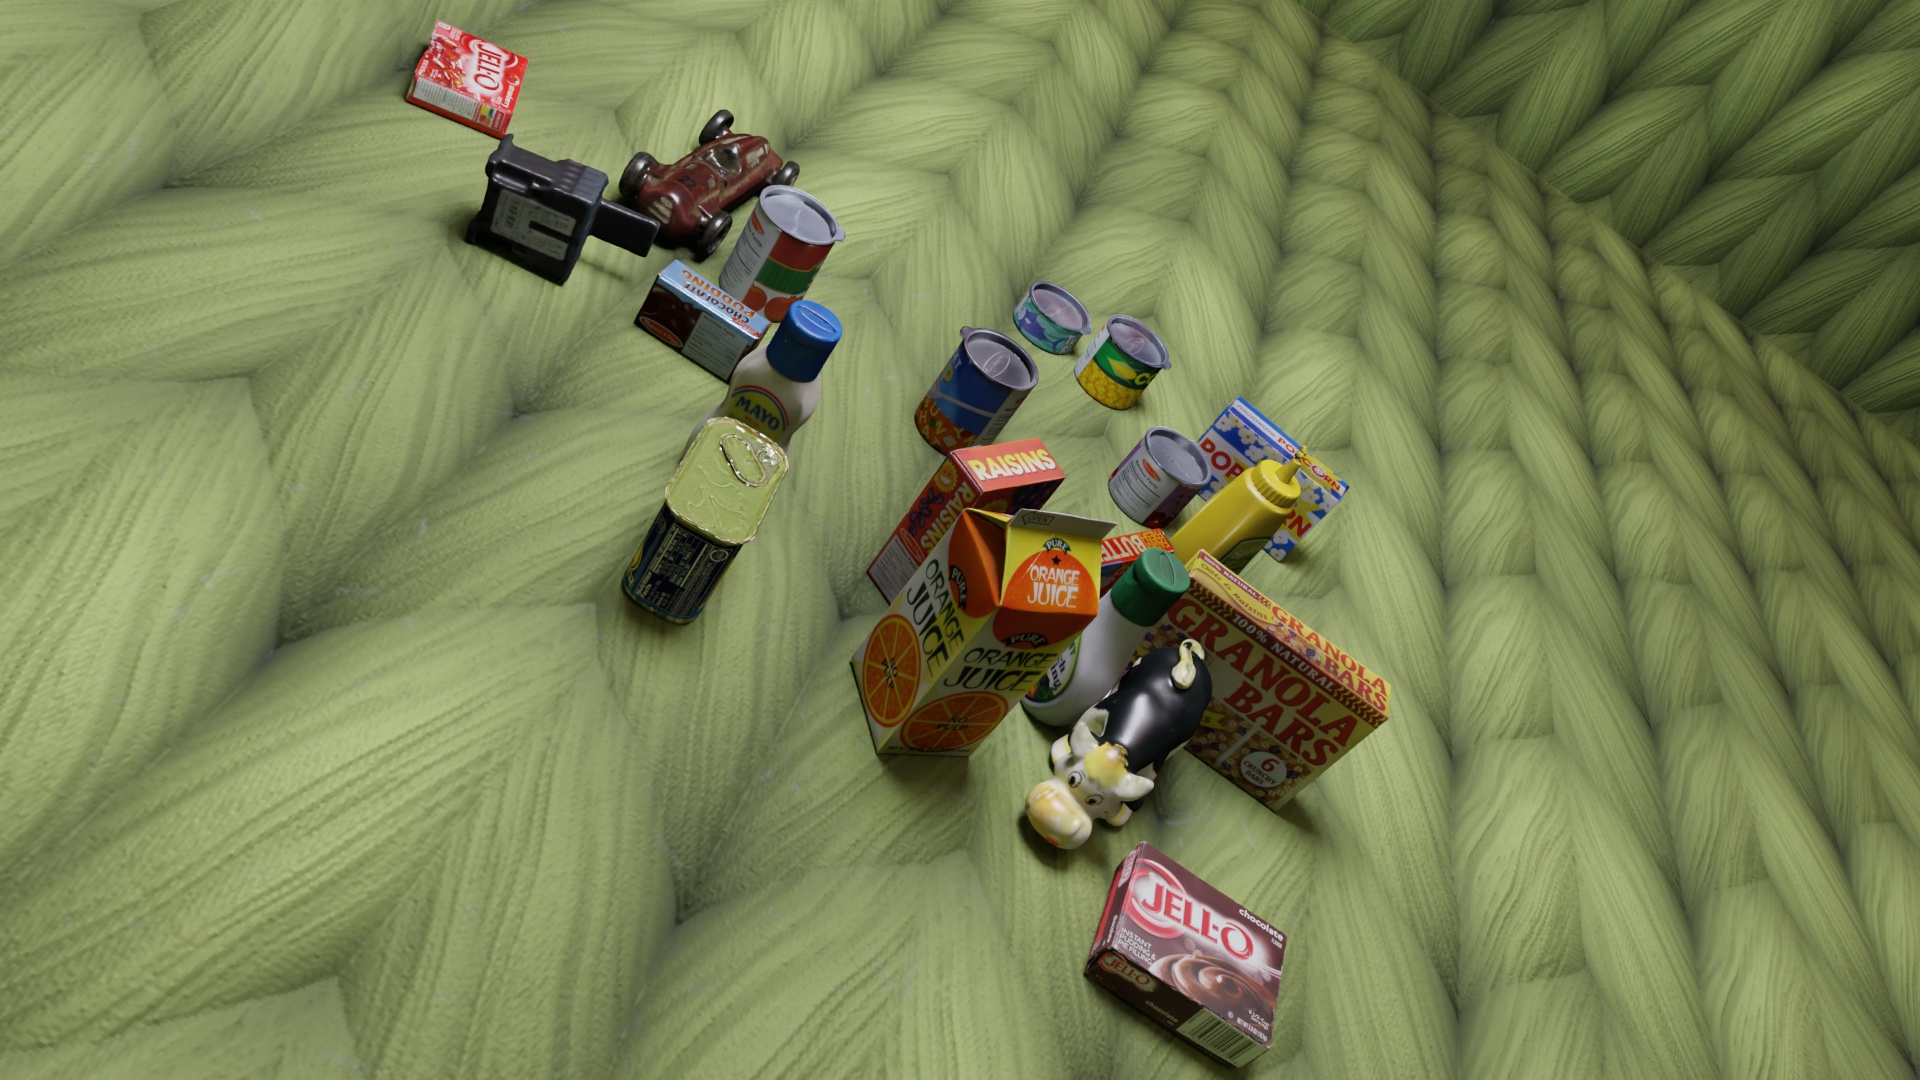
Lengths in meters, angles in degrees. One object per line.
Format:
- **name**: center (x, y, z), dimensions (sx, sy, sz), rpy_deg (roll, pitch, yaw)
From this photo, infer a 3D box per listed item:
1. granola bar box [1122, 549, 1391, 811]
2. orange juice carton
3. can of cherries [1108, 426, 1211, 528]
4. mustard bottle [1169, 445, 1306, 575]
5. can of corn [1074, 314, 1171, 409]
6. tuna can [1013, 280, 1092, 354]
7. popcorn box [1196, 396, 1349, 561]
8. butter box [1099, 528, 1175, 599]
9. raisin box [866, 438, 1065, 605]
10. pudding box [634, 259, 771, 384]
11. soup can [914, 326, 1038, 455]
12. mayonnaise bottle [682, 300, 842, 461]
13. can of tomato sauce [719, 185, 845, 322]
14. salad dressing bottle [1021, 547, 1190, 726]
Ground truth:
- **granola bar box**: center (0.195, 0.099, 0.971), dimensions (0.165, 0.123, 0.039), rpy_deg (36, 37, -2)
- **orange juice carton**: center (0.014, 0.046, 0.824), dimensions (0.072, 0.191, 0.073), rpy_deg (8, 46, -33)
- **can of cherries**: center (0.168, -0.052, 1.164), dimensions (0.071, 0.058, 0.072), rpy_deg (22, 40, -20)
- **mustard bottle**: center (0.218, -0.016, 1.082), dimensions (0.065, 0.159, 0.049), rpy_deg (-4, 53, -42)
- **can of corn**: center (0.147, -0.160, 1.261), dimensions (0.071, 0.058, 0.071), rpy_deg (22, 40, -20)
- **tuna can**: center (0.086, -0.203, 1.278), dimensions (0.071, 0.032, 0.071), rpy_deg (22, 40, -19)
- **popcorn box**: center (0.263, -0.054, 1.220), dimensions (0.127, 0.084, 0.038), rpy_deg (41, 37, 4)
- **butter box**: center (0.111, 0.021, 1.045), dimensions (0.104, 0.053, 0.024), rpy_deg (-11, 58, -45)
- **raisin box**: center (0.003, -0.012, 0.934), dimensions (0.086, 0.122, 0.040), rpy_deg (-11, 58, -45)
- **pudding box**: center (-0.185, -0.156, 0.996), dimensions (0.084, 0.049, 0.030), rpy_deg (33, 37, -6)
- **soup can**: center (0.010, -0.114, 1.080), dimensions (0.071, 0.083, 0.072), rpy_deg (22, 39, -20)
- **mayonnaise bottle**: center (-0.124, -0.089, 0.892), dimensions (0.065, 0.147, 0.041), rpy_deg (34, 37, -5)
- **can of tomato sauce**: center (-0.139, -0.220, 1.072), dimensions (0.071, 0.082, 0.071), rpy_deg (22, 39, -20)
- **salad dressing bottle**: center (0.093, 0.063, 0.907), dimensions (0.044, 0.147, 0.064), rpy_deg (20, 40, -23)
